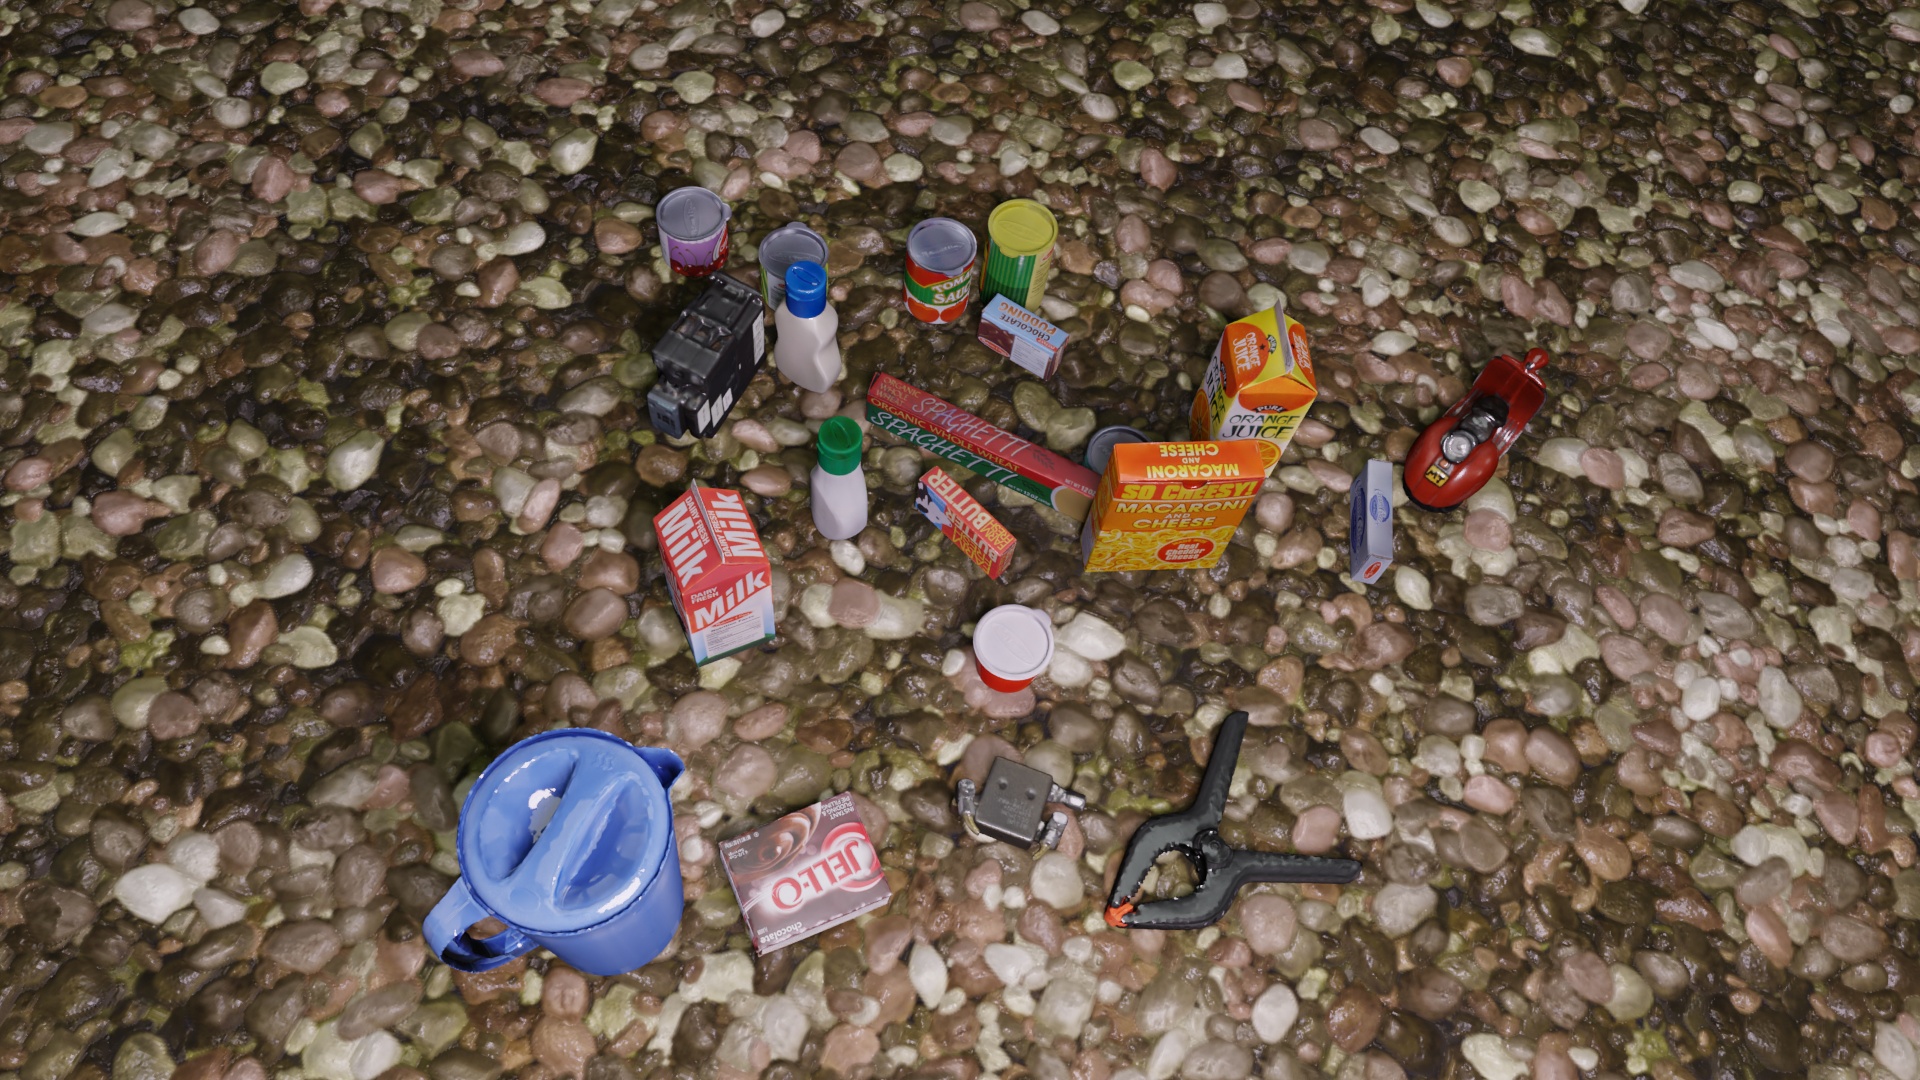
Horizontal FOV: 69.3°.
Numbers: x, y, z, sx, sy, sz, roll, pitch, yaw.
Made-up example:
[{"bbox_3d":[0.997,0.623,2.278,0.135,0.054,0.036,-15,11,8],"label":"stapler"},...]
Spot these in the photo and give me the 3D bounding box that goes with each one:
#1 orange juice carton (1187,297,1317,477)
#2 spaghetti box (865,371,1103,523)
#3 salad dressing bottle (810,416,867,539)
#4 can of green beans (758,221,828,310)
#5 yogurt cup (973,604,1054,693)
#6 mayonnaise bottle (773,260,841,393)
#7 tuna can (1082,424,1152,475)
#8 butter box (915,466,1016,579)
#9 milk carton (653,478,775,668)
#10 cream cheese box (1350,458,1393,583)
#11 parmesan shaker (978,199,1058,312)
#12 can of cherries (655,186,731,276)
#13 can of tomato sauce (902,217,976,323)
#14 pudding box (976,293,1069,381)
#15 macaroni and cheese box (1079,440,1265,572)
[{"bbox_3d":[0.264,-0.133,1.243,0.073,0.191,0.072,0,63,-6],"label":"orange juice carton"},{"bbox_3d":[0.027,-0.082,1.272,0.250,0.050,0.029,26,63,7],"label":"spaghetti box"},{"bbox_3d":[-0.104,-0.053,1.189,0.044,0.147,0.064,-25,68,-17],"label":"salad dressing bottle"},{"bbox_3d":[-0.160,-0.260,1.341,0.071,0.057,0.071,2,63,-5],"label":"can of green beans"},{"bbox_3d":[0.042,0.095,1.180,0.072,0.053,0.073,2,63,-5],"label":"yogurt cup"},{"bbox_3d":[-0.139,-0.194,1.258,0.065,0.147,0.041,31,64,10],"label":"mayonnaise bottle"},{"bbox_3d":[0.146,-0.069,1.288,0.071,0.032,0.071,2,63,-5],"label":"tuna can"},{"bbox_3d":[0.004,-0.015,1.234,0.024,0.053,0.103,-40,73,-22],"label":"butter box"},{"bbox_3d":[-0.196,0.025,1.114,0.073,0.189,0.072,-20,67,-15],"label":"milk carton"},{"bbox_3d":[0.377,-0.018,1.274,0.024,0.053,0.104,10,62,-1],"label":"cream cheese box"},{"bbox_3d":[0.053,-0.269,1.342,0.071,0.102,0.071,2,63,-5],"label":"parmesan shaker"},{"bbox_3d":[-0.257,-0.299,1.351,0.071,0.058,0.072,2,63,-5],"label":"can of cherries"},{"bbox_3d":[-0.020,-0.258,1.340,0.071,0.082,0.071,2,63,-5],"label":"can of tomato sauce"},{"bbox_3d":[0.059,-0.195,1.335,0.084,0.049,0.030,31,64,10],"label":"pudding box"},{"bbox_3d":[0.178,-0.026,1.194,0.124,0.165,0.040,-2,63,-7],"label":"macaroni and cheese box"}]
